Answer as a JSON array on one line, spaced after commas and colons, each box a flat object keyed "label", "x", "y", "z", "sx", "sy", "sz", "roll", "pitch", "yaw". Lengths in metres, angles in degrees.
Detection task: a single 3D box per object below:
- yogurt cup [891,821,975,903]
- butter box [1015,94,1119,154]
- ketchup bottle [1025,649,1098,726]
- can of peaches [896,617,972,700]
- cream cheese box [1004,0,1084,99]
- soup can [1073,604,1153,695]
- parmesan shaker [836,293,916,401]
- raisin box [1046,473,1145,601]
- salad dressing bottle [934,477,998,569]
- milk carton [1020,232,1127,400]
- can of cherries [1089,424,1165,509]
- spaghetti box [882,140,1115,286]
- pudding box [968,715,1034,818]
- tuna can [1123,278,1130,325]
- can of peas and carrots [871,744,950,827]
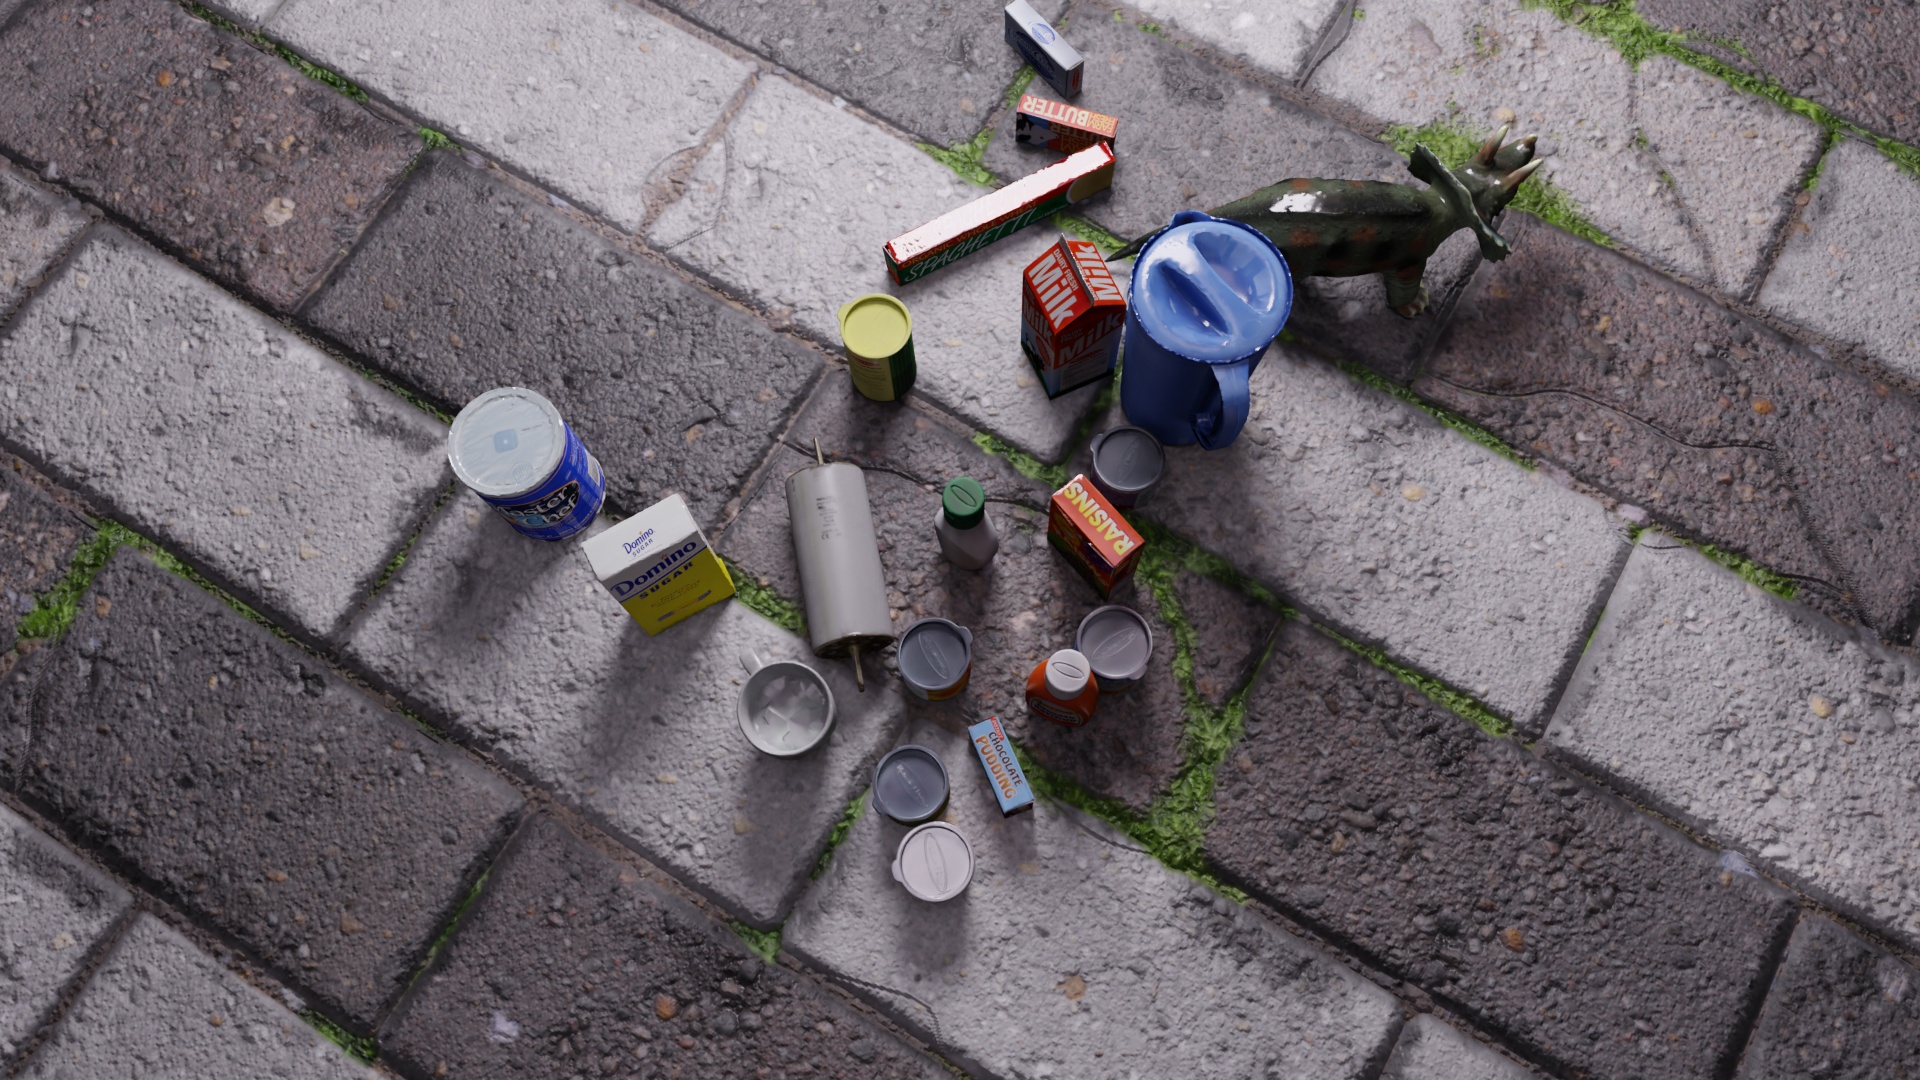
[{"label": "yogurt cup", "x": -0.021, "y": 0.280, "z": 1.202, "sx": 0.072, "sy": 0.053, "sz": 0.072, "roll": 0, "pitch": 73, "yaw": 1}, {"label": "butter box", "x": 0.108, "y": -0.420, "z": 1.418, "sx": 0.103, "sy": 0.053, "sz": 0.024, "roll": 16, "pitch": 74, "yaw": 6}, {"label": "ketchup bottle", "x": 0.089, "y": 0.126, "z": 1.199, "sx": 0.065, "sy": 0.148, "sz": 0.043, "roll": 20, "pitch": 75, "yaw": 7}, {"label": "can of peaches", "x": -0.021, "y": 0.107, "z": 1.254, "sx": 0.071, "sy": 0.058, "sz": 0.071, "roll": 0, "pitch": 73, "yaw": 1}, {"label": "cream cheese box", "x": 0.086, "y": -0.513, "z": 1.448, "sx": 0.024, "sy": 0.053, "sz": 0.104, "roll": -38, "pitch": 76, "yaw": -10}, {"label": "soup can", "x": 0.136, "y": 0.101, "z": 1.239, "sx": 0.071, "sy": 0.083, "sz": 0.071, "roll": 0, "pitch": 73, "yaw": 1}, {"label": "parmesan shaker", "x": -0.079, "y": -0.184, "z": 1.323, "sx": 0.071, "sy": 0.102, "sz": 0.071, "roll": 0, "pitch": 73, "yaw": 1}, {"label": "raisin box", "x": 0.119, "y": -0.001, "z": 1.251, "sx": 0.040, "sy": 0.123, "sz": 0.086, "roll": -38, "pitch": 76, "yaw": -10}, {"label": "salad dressing bottle", "x": 0.004, "y": -0.016, "z": 1.245, "sx": 0.064, "sy": 0.147, "sz": 0.044, "roll": 41, "pitch": 78, "yaw": 12}, {"label": "milk carton", "x": 0.103, "y": -0.208, "z": 1.281, "sx": 0.073, "sy": 0.190, "sz": 0.072, "roll": -23, "pitch": 74, "yaw": -5}, {"label": "can of cherries", "x": 0.154, "y": -0.069, "z": 1.305, "sx": 0.071, "sy": 0.058, "sz": 0.071, "roll": 0, "pitch": 73, "yaw": 1}, {"label": "spaghetti box", "x": 0.040, "y": -0.327, "z": 1.393, "sx": 0.250, "sy": 0.050, "sz": 0.029, "roll": -27, "pitch": 74, "yaw": -7}, {"label": "pudding box", "x": 0.036, "y": 0.201, "z": 1.228, "sx": 0.030, "sy": 0.049, "sz": 0.084, "roll": -23, "pitch": 74, "yaw": -5}, {"label": "tuna can", "x": 0.191, "y": -0.230, "z": 1.368, "sx": 0.071, "sy": 0.032, "sz": 0.071, "roll": 0, "pitch": 73, "yaw": 1}, {"label": "can of peas and carrots", "x": -0.044, "y": 0.218, "z": 1.220, "sx": 0.071, "sy": 0.058, "sz": 0.071, "roll": 0, "pitch": 73, "yaw": 1}]
